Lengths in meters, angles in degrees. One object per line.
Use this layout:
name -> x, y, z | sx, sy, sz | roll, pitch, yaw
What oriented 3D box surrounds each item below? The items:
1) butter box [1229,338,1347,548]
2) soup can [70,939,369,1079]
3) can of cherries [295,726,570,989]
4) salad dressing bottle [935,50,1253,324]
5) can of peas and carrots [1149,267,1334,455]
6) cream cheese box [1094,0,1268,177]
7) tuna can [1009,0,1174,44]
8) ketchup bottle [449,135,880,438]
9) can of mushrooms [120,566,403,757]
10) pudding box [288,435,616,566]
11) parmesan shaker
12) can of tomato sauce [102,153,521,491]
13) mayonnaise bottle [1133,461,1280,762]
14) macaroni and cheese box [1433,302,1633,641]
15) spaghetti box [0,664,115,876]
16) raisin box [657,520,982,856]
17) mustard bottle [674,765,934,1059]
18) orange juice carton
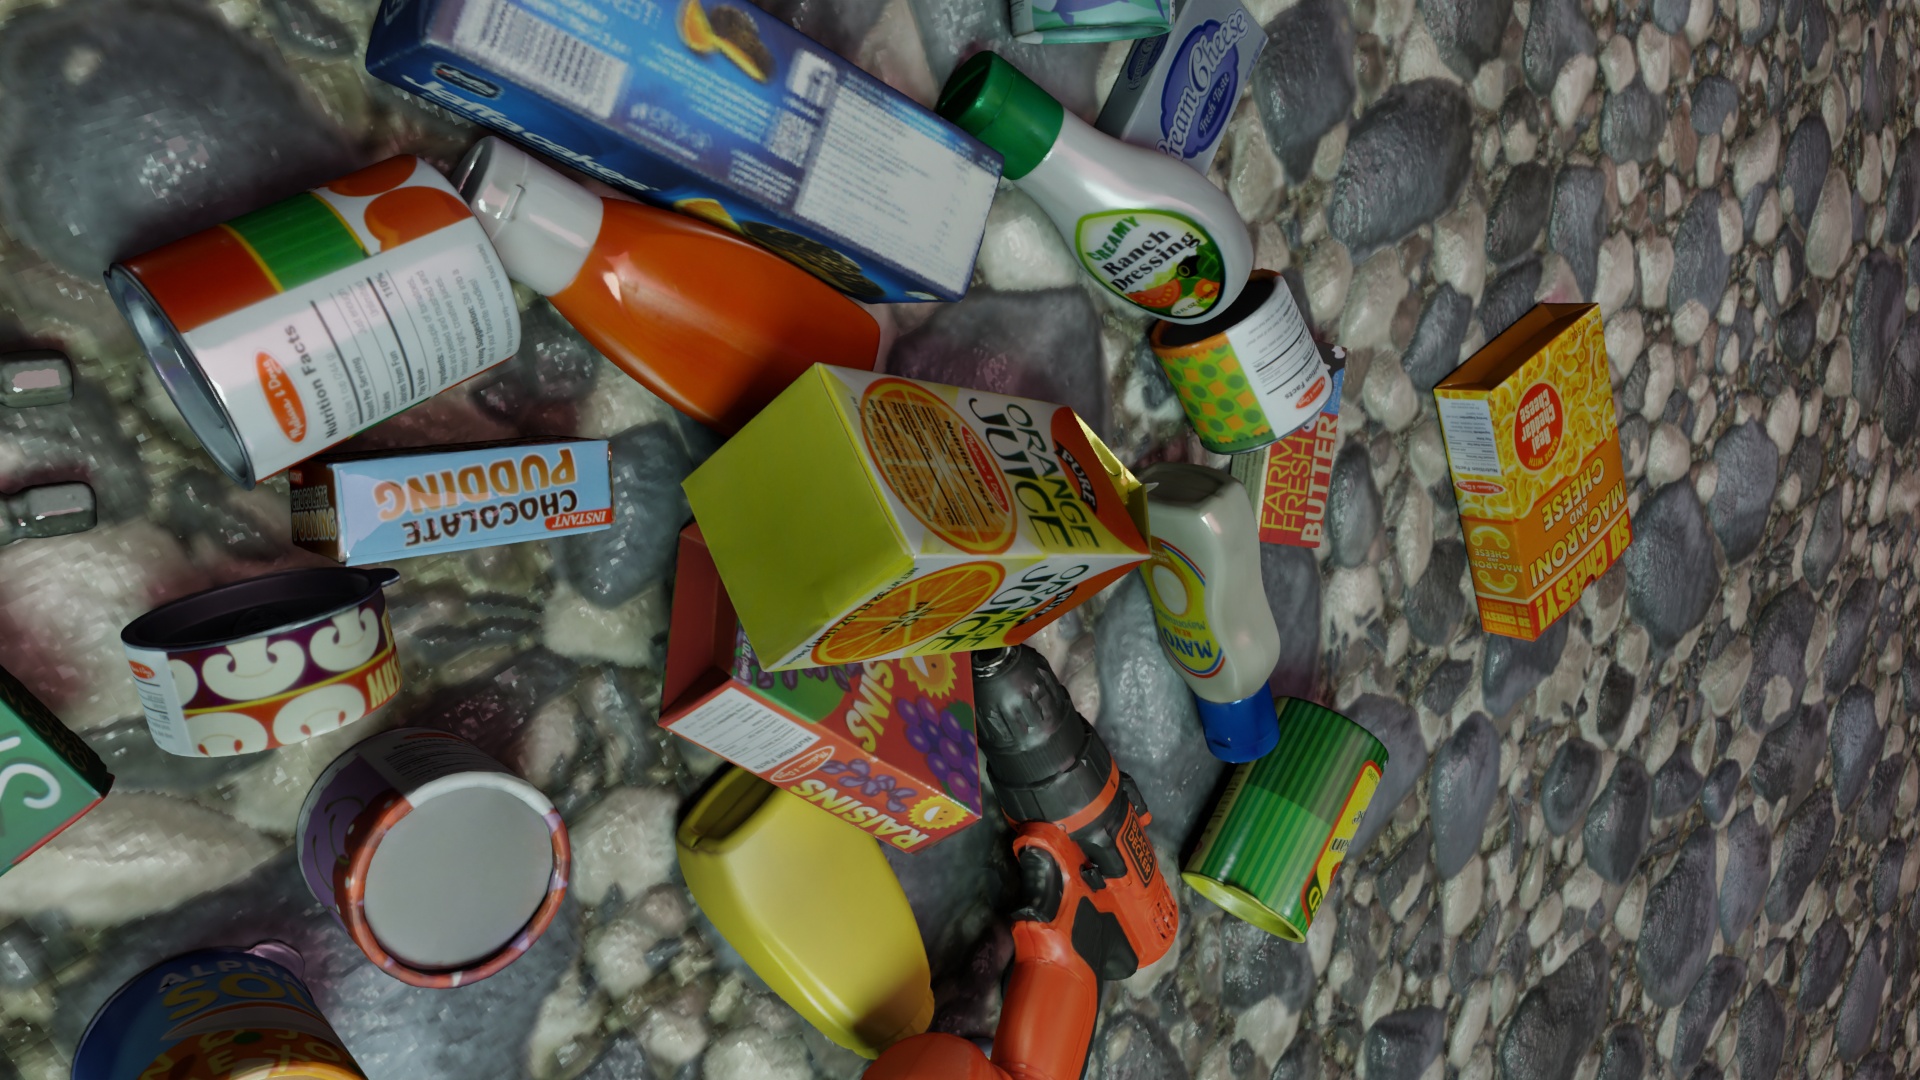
butter box -> 0.162, -0.049, 0.692 | 0.053, 0.024, 0.103 | 5, 93, -39
soup can -> -0.203, 0.158, 0.388 | 0.071, 0.084, 0.071 | -7, 101, -38
can of cherries -> -0.162, 0.099, 0.428 | 0.072, 0.058, 0.071 | -7, 101, -38
salad dressing bottle -> 0.056, -0.144, 0.572 | 0.147, 0.064, 0.044 | 29, 52, -30
can of peas and carrots -> 0.125, -0.081, 0.631 | 0.071, 0.071, 0.058 | -44, 116, -25
cream cheese box -> 0.097, -0.199, 0.617 | 0.053, 0.024, 0.104 | 34, 75, -37
tuna can -> 0.055, -0.217, 0.550 | 0.071, 0.071, 0.032 | -14, 107, -37
ketchup bottle -> -0.097, -0.080, 0.464 | 0.148, 0.043, 0.065 | 27, 84, -38
can of mushrooms -> -0.191, 0.032, 0.389 | 0.071, 0.071, 0.033 | -18, 109, -36
pudding box -> -0.154, -0.014, 0.424 | 0.084, 0.049, 0.030 | -9, 101, -38
parmesan shaker -> 0.163, 0.137, 0.691 | 0.071, 0.071, 0.103 | 43, 70, -35
can of tomato sauce -> -0.178, -0.064, 0.388 | 0.083, 0.071, 0.071 | -35, 117, -30
mayonnaise bottle -> 0.117, 0.036, 0.646 | 0.041, 0.065, 0.147 | -34, 120, -27
macaroni and cheese box -> 0.348, -0.042, 0.835 | 0.124, 0.040, 0.165 | -34, 116, -30
spaghetti box -> -0.294, -0.018, 0.299 | 0.050, 0.028, 0.249 | -41, 113, -18
raisin box -> -0.047, 0.050, 0.500 | 0.123, 0.040, 0.086 | 36, 34, -36
mustard bottle -> -0.048, 0.155, 0.536 | 0.065, 0.049, 0.159 | -44, 122, -31
orange juice carton -> 0.002, -0.006, 0.504 | 0.193, 0.071, 0.073 | 1, 58, -55
